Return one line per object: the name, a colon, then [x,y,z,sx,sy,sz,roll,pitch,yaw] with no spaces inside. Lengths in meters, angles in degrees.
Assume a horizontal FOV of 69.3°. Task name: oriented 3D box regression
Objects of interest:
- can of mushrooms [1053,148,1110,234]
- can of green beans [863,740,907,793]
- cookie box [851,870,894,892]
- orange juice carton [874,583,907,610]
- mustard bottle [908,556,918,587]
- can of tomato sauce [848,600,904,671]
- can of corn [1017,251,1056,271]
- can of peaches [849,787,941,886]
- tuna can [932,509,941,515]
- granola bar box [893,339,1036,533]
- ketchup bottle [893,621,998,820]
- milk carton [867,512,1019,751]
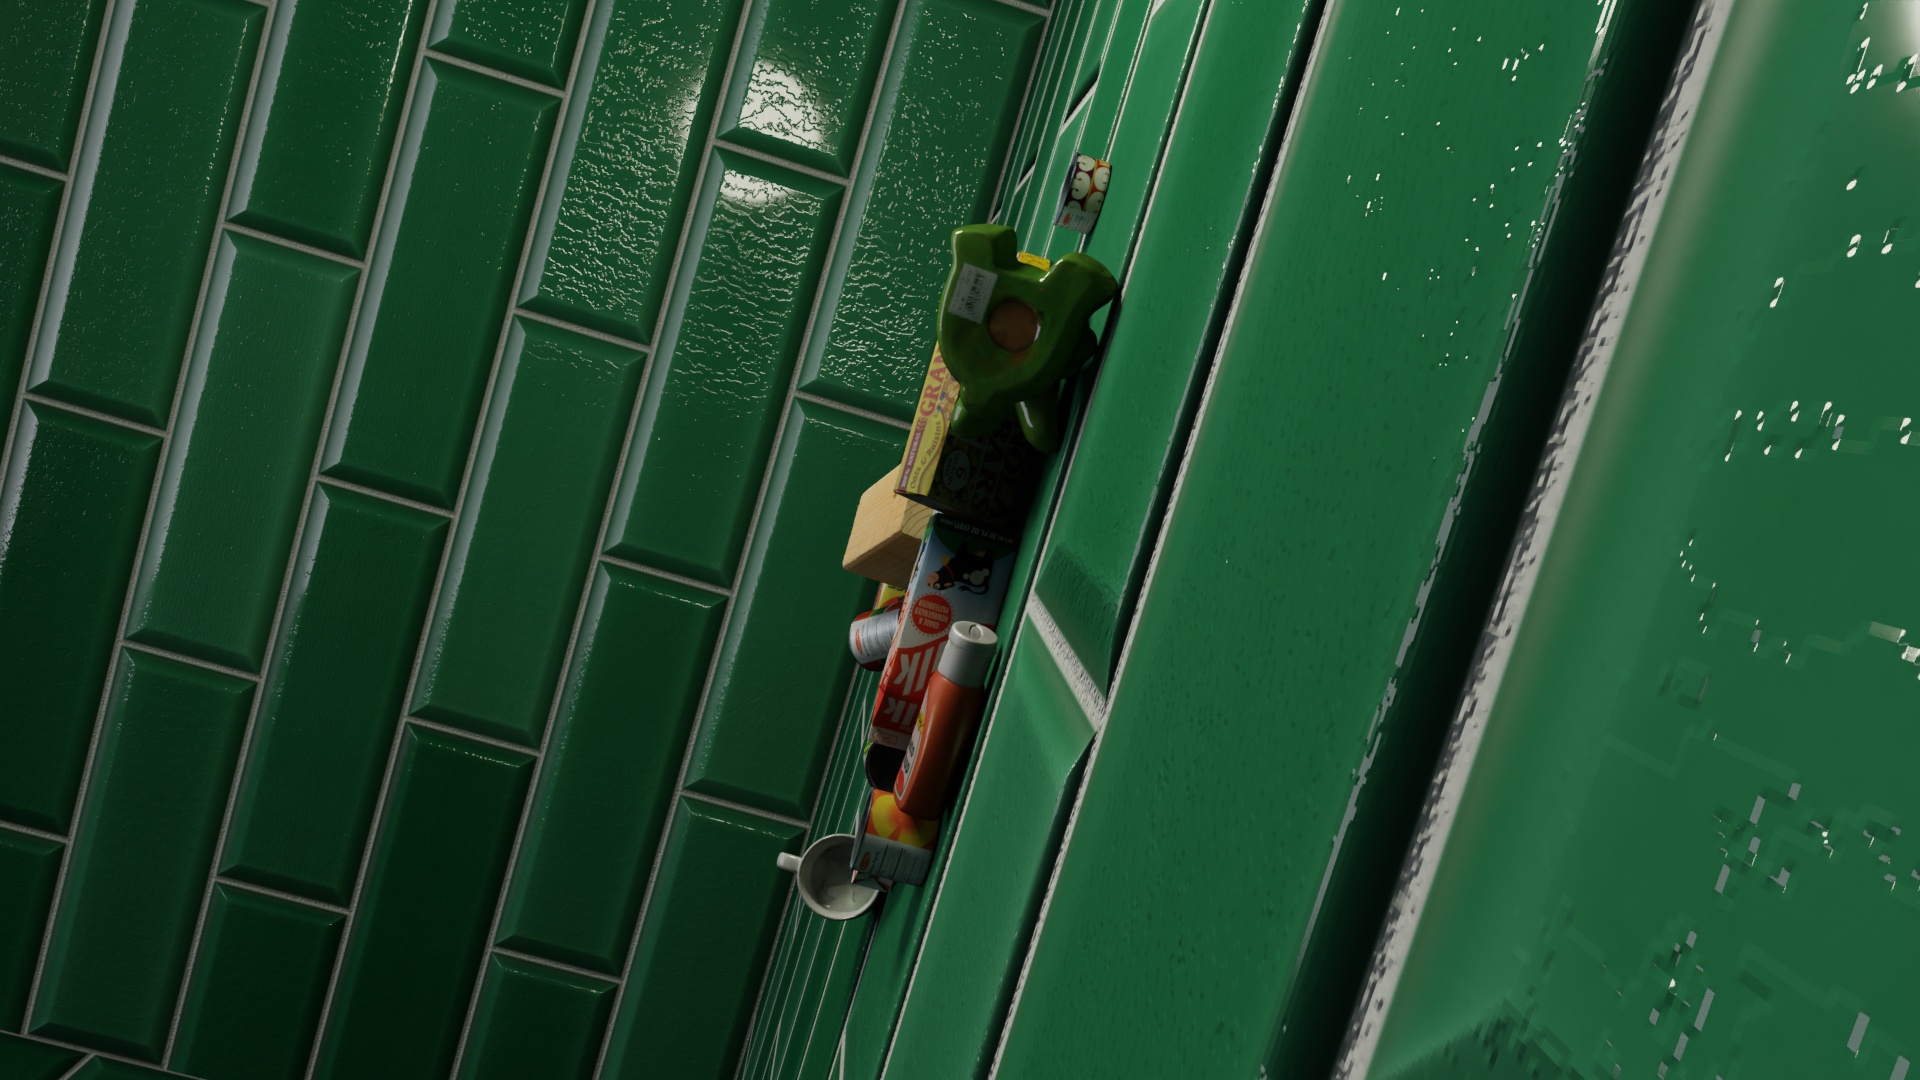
can of mushrooms: [0.108,-0.309,1.228,0.071,0.033,0.071,-159,85,-86]
can of green beans: [-0.048,0.187,1.172,0.058,0.071,0.071,153,133,-84]
cookie box: [-0.056,0.224,1.289,0.122,0.040,0.168,113,170,-54]
orange juice carton: [-0.050,0.039,1.632,0.073,0.072,0.192,-92,19,-75]
mustard bottle: [-0.023,0.083,1.251,0.049,0.065,0.160,-125,47,-78]
can of tomato sauce: [-0.067,0.101,1.491,0.083,0.071,0.071,-20,47,45]
can of corn: [0.068,-0.208,1.198,0.071,0.058,0.071,-159,85,-85]
can of peaches: [-0.051,0.233,1.099,0.071,0.058,0.071,-159,85,-86]
tuna can: [0.004,-0.015,1.212,0.071,0.071,0.033,159,125,-84]
granola bar box: [0.018,-0.100,1.125,0.124,0.039,0.165,23,-99,-53]
ketchup bottle: [-0.010,0.134,1.051,0.065,0.043,0.148,-89,16,-71]
milk carton: [-0.016,0.078,1.122,0.073,0.072,0.190,158,128,-83]
